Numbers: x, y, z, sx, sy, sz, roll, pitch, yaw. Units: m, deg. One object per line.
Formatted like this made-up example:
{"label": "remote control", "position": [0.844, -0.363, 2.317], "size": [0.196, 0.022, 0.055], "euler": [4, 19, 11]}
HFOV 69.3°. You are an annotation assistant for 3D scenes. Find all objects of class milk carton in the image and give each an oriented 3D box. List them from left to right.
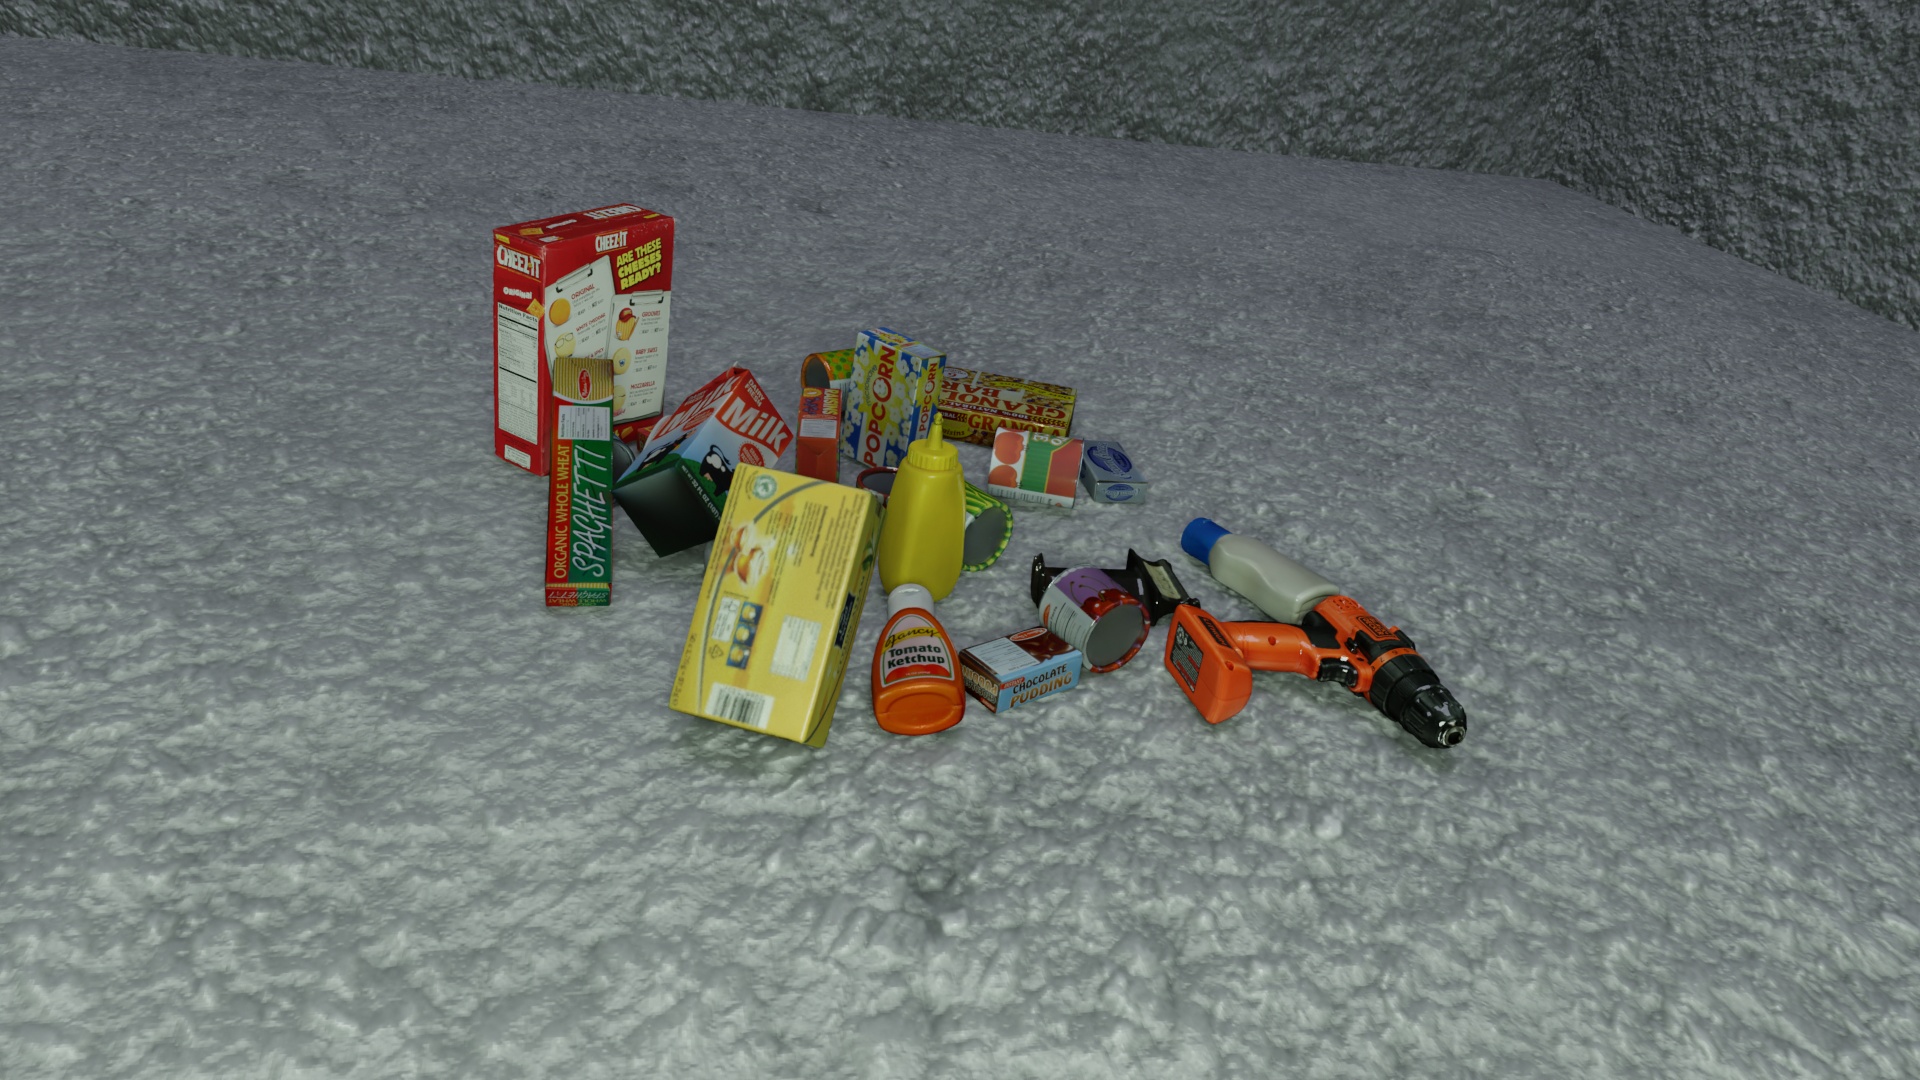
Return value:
{"label": "milk carton", "position": [-0.202, -0.076, 1.149], "size": [0.073, 0.072, 0.191], "euler": [-18, 27, 29]}

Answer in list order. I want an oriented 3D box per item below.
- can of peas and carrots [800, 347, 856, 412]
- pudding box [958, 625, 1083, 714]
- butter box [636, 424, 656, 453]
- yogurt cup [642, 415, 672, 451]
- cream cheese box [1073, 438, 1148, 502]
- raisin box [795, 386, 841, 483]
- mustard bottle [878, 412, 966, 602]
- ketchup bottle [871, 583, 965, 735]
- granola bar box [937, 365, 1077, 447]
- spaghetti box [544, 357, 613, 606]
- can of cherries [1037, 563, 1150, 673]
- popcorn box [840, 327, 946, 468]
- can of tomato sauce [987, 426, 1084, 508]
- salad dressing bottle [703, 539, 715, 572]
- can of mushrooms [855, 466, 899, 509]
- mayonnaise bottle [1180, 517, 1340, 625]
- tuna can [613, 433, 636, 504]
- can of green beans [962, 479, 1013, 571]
{"label": "can of peas and carrots", "position": [-0.127, -0.167, 1.447], "size": [0.059, 0.070, 0.071], "euler": [-12, 33, -34]}
{"label": "pudding box", "position": [0.044, 0.094, 1.018], "size": [0.084, 0.030, 0.050], "euler": [-14, 33, -38]}
{"label": "butter box", "position": [-0.251, -0.097, 1.320], "size": [0.053, 0.024, 0.104], "euler": [26, 31, 33]}
{"label": "yogurt cup", "position": [-0.245, -0.071, 1.226], "size": [0.054, 0.072, 0.073], "euler": [21, 28, 6]}
{"label": "cream cheese box", "position": [0.145, -0.070, 1.381], "size": [0.053, 0.024, 0.104], "euler": [1, 27, -13]}
{"label": "raisin box", "position": [-0.127, -0.076, 1.245], "size": [0.040, 0.085, 0.124], "euler": [1, 27, -4]}
{"label": "mustard bottle", "position": [-0.026, -0.028, 1.096], "size": [0.065, 0.159, 0.049], "euler": [-10, 30, -35]}
{"label": "ketchup bottle", "position": [-0.033, 0.082, 1.003], "size": [0.065, 0.043, 0.149], "euler": [-5, 27, -3]}
{"label": "granola bar box", "position": [0.036, -0.139, 1.471], "size": [0.166, 0.039, 0.125], "euler": [11, 27, 5]}
{"label": "spaghetti box", "position": [-0.303, -0.052, 1.109], "size": [0.050, 0.028, 0.251], "euler": [1, 50, -15]}
{"label": "can of cherries", "position": [0.105, 0.059, 1.063], "size": [0.072, 0.071, 0.058], "euler": [-9, 31, -32]}
{"label": "popcorn box", "position": [-0.065, -0.129, 1.323], "size": [0.085, 0.126, 0.038], "euler": [28, 28, 34]}
{"label": "can of tomato sauce", "position": [0.071, -0.071, 1.311], "size": [0.083, 0.070, 0.071], "euler": [9, 26, 3]}
{"label": "salad dressing bottle", "position": [-0.178, 0.000, 1.128], "size": [0.064, 0.043, 0.148], "euler": [-3, 27, -12]}
{"label": "can of mushrooms", "position": [-0.065, -0.039, 1.248], "size": [0.071, 0.033, 0.071], "euler": [7, 27, -3]}
{"label": "mayonnaise bottle", "position": [0.254, 0.026, 1.206], "size": [0.065, 0.041, 0.148], "euler": [-9, 30, -35]}
{"label": "tuna can", "position": [-0.315, -0.064, 1.185], "size": [0.071, 0.070, 0.033], "euler": [-11, 30, -33]}
{"label": "can of green beans", "position": [0.002, -0.014, 1.182], "size": [0.071, 0.071, 0.058], "euler": [-16, 36, -40]}
